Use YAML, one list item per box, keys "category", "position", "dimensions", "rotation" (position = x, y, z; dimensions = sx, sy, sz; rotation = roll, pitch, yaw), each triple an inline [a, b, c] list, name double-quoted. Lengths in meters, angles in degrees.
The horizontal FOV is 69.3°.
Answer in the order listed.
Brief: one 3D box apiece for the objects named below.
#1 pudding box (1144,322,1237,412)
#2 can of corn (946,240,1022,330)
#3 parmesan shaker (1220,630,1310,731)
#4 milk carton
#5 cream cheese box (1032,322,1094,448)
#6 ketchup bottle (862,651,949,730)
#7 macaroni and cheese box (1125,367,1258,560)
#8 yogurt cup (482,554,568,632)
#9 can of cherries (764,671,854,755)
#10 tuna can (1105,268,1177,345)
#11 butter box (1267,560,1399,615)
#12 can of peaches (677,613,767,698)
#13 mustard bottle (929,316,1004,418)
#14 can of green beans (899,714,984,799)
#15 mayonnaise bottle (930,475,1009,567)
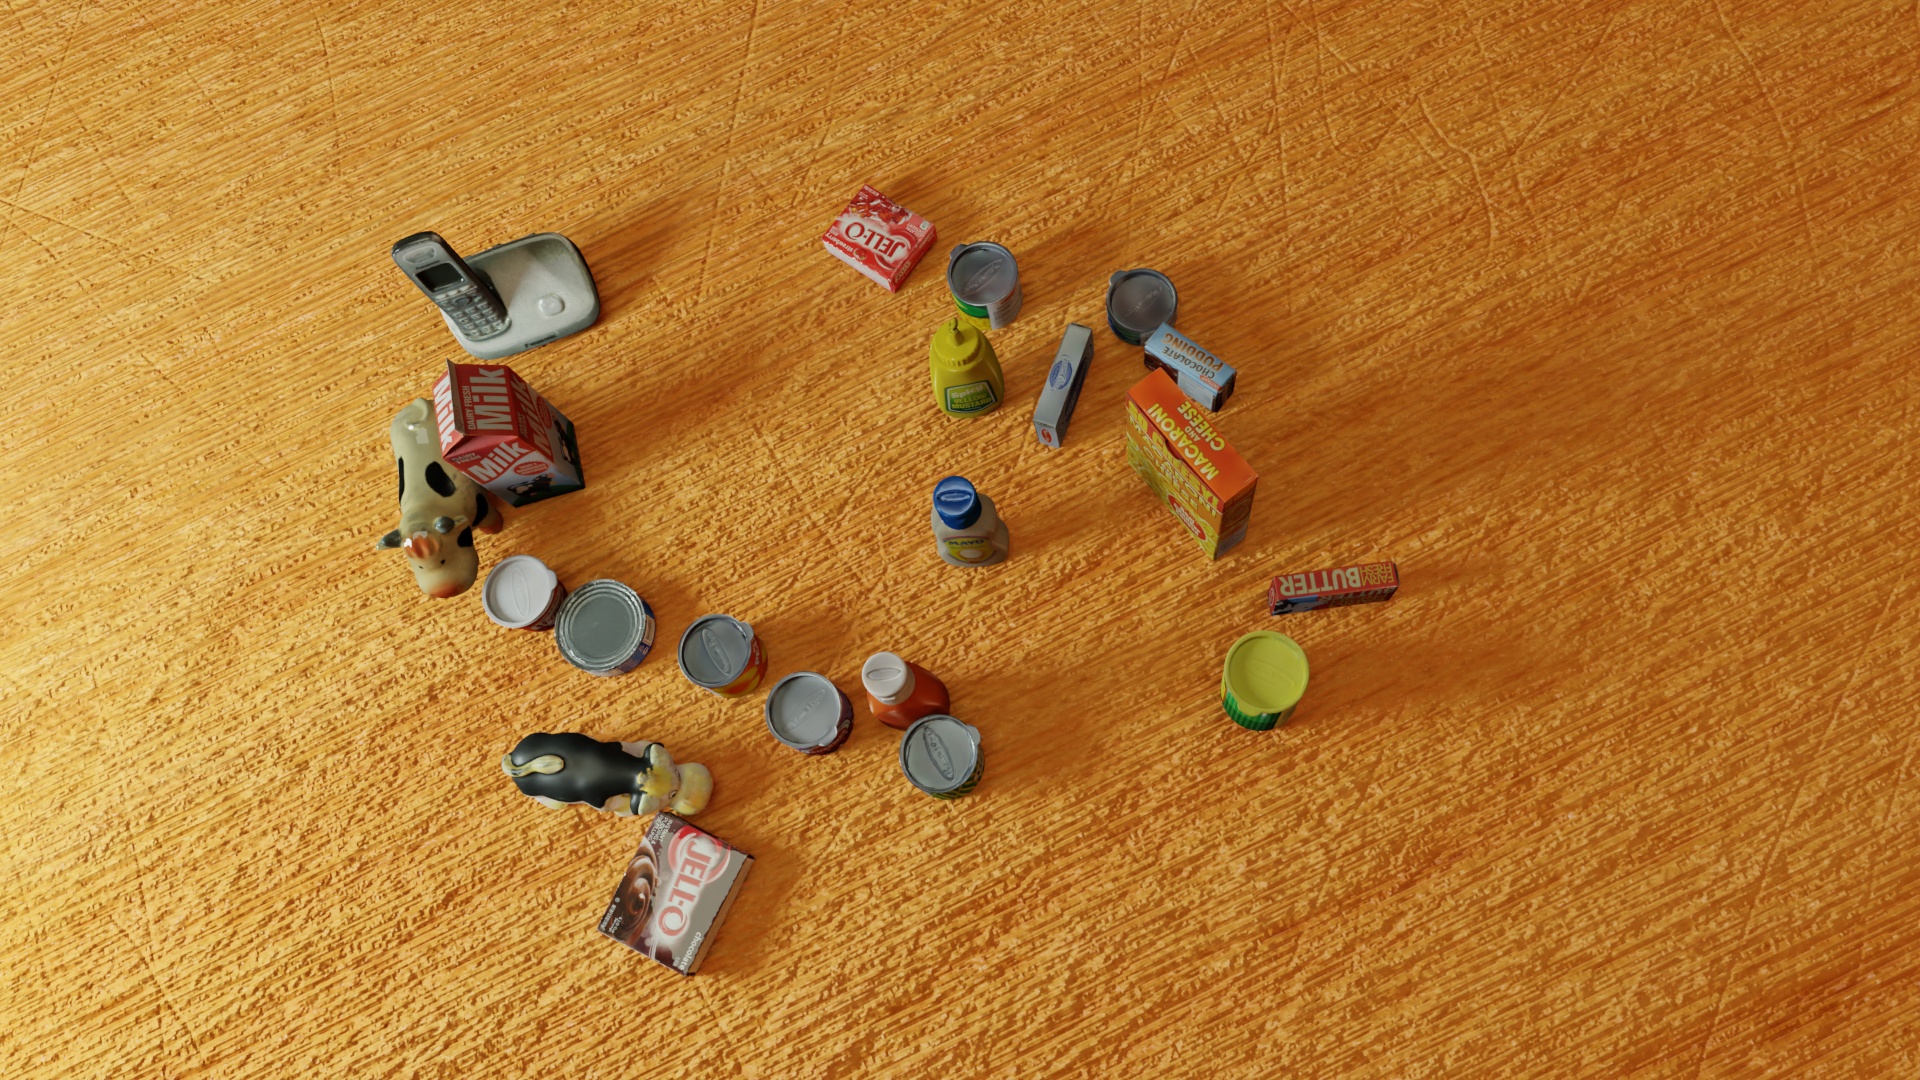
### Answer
- category: "pudding box"
  position: [0.207, -0.157, 1.259]
  dimensions: [0.084, 0.049, 0.030]
  rotation: [37, 81, 16]
- category: "can of corn"
  position: [0.022, -0.240, 1.306]
  dimensions: [0.071, 0.058, 0.071]
  rotation: [-2, 73, 7]
- category: "parmesan shaker"
  position: [0.246, 0.119, 1.140]
  dimensions: [0.071, 0.103, 0.071]
  rotation: [-2, 73, 7]
- category: "milk carton"
  position: [-0.413, -0.097, 1.252]
  dimensions: [0.073, 0.190, 0.072]
  rotation: [-16, 72, 3]
- category: "cream cheese box"
  position: [0.095, -0.141, 1.268]
  dimensions: [0.024, 0.053, 0.104]
  rotation: [17, 76, 13]
- category: "ketchup bottle"
  position: [-0.049, 0.126, 1.154]
  dimensions: [0.065, 0.148, 0.043]
  rotation: [-9, 72, 5]
- category: "macaroni and cheese box"
  position: [0.192, -0.060, 1.170]
  dimensions: [0.040, 0.166, 0.124]
  rotation: [-37, 72, -4]
- category: "yogurt cup"
  position: [-0.396, 0.052, 1.275]
  dimensions: [0.072, 0.054, 0.072]
  rotation: [-2, 73, 7]
- category: "can of cherries"
  position: [-0.129, 0.153, 1.204]
  dimensions: [0.071, 0.058, 0.071]
  rotation: [-2, 73, 7]
- category: "tuna can"
  position: [0.167, -0.218, 1.292]
  dimensions: [0.071, 0.032, 0.071]
  rotation: [-2, 73, 7]
- category: "butter box"
  position: [0.316, 0.041, 1.181]
  dimensions: [0.103, 0.053, 0.024]
  rotation: [-8, 73, 5]
- category: "can of peaches"
  position: [-0.208, 0.102, 1.231]
  dimensions: [0.071, 0.058, 0.071]
  rotation: [-2, 73, 7]
- category: "mustard bottle"
  position: [0.001, -0.156, 1.229]
  dimensions: [0.065, 0.160, 0.049]
  rotation: [-11, 72, 5]
- category: "can of green beans"
  position: [-0.015, 0.185, 1.179]
  dimensions: [0.071, 0.057, 0.071]
  rotation: [-2, 73, 7]
- category: "mayonnaise bottle"
  position: [0.004, -0.015, 1.191]
  dimensions: [0.065, 0.147, 0.041]
  rotation: [-3, 73, 7]
